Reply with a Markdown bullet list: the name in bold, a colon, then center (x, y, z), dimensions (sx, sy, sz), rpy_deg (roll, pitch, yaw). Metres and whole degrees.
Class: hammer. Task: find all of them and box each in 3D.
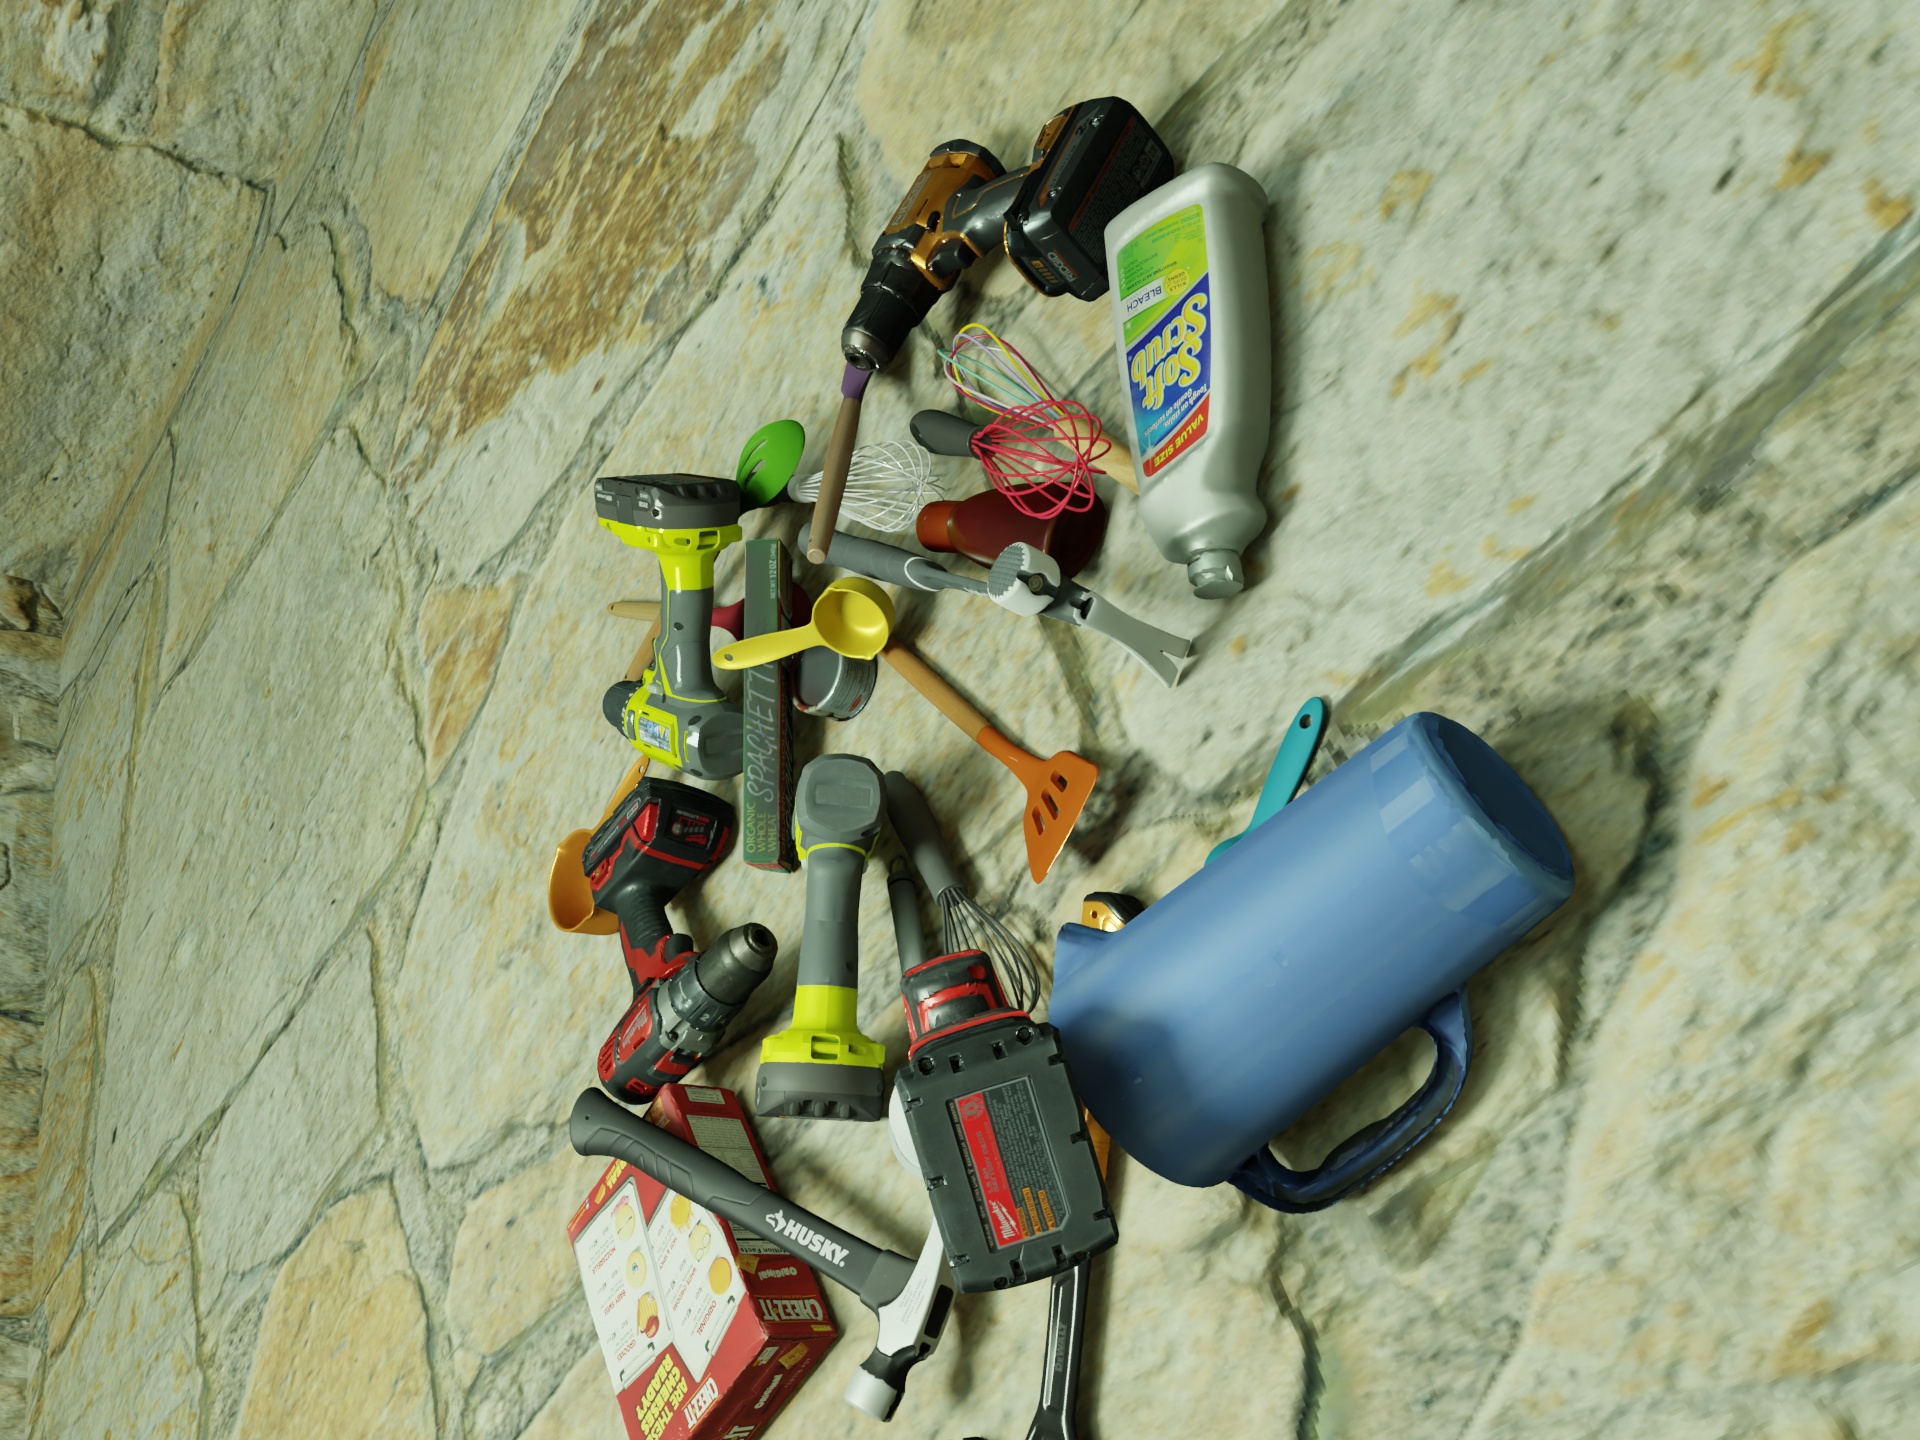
- **hammer**: center (0.062, 0.265, 0.903), dimensions (0.127, 0.034, 0.337), rpy_deg (-3, 75, 47)
- **hammer**: center (-0.138, 0.307, 1.032), dimensions (0.335, 0.035, 0.146), rpy_deg (15, 69, 37)
- **hammer**: center (-0.008, -0.094, 1.053), dimensions (0.409, 0.149, 0.036), rpy_deg (23, 89, 59)

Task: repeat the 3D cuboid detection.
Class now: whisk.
- **whisk**: center (-0.008, 0.111, 1.025), dimensions (0.055, 0.055, 0.239), rpy_deg (-54, 41, 22)
- **whisk**: center (0.058, -0.207, 1.058), dimensions (0.047, 0.051, 0.245), rpy_deg (-57, 46, 11)
- **whisk**: center (0.022, -0.181, 1.043), dimensions (0.073, 0.073, 0.296), rpy_deg (-69, 24, 6)
- **whisk**: center (-0.105, -0.180, 1.222), dimensions (0.285, 0.070, 0.070), rpy_deg (11, 86, 54)

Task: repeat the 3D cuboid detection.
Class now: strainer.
- **strainer**: center (-0.026, 0.184, 1.005), dimensions (0.087, 0.050, 0.259), rpy_deg (-34, 42, 20)

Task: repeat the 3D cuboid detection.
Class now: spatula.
- **spatula**: center (-0.002, -0.003, 1.058), dimensions (0.323, 0.041, 0.081), rpy_deg (42, 110, 48)
- **spatula**: center (-0.081, -0.216, 1.153), dimensions (0.059, 0.018, 0.316), rpy_deg (-38, 29, 34)

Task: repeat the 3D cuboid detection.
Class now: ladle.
- **ladle**: center (-0.226, -0.090, 1.353), dimensions (0.315, 0.031, 0.069), rpy_deg (8, 83, 51)

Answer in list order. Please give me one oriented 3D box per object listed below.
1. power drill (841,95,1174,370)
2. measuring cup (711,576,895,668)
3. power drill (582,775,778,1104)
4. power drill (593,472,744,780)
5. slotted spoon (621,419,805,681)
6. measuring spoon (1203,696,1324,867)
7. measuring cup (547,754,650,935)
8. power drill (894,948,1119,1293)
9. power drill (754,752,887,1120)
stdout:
- **power drill**: center (0.017, -0.324, 1.086), dimensions (0.226, 0.084, 0.185), rpy_deg (10, 67, 51)
- **measuring cup**: center (-0.115, -0.065, 1.147), dimensions (0.156, 0.062, 0.029), rpy_deg (-13, 30, 31)
- **power drill**: center (-0.209, 0.150, 1.189), dimensions (0.188, 0.080, 0.227), rpy_deg (-46, 40, 30)
- **power drill**: center (-0.234, -0.077, 1.257), dimensions (0.191, 0.080, 0.228), rpy_deg (17, 112, 51)
- **slotted spoon**: center (-0.212, -0.126, 1.299), dimensions (0.313, 0.031, 0.070), rpy_deg (-51, 42, 36)
- **measuring spoon**: center (0.164, 0.044, 0.868), dimensions (0.042, 0.021, 0.128), rpy_deg (33, 104, 48)
- **measuring cup**: center (-0.283, 0.104, 1.334), dimensions (0.173, 0.052, 0.095), rpy_deg (-58, 43, 15)
- **power drill**: center (0.016, 0.202, 0.815), dimensions (0.219, 0.078, 0.143), rpy_deg (179, 75, -86)
- **power drill**: center (-0.086, 0.148, 1.047), dimensions (0.171, 0.080, 0.223), rpy_deg (114, 159, -74)
